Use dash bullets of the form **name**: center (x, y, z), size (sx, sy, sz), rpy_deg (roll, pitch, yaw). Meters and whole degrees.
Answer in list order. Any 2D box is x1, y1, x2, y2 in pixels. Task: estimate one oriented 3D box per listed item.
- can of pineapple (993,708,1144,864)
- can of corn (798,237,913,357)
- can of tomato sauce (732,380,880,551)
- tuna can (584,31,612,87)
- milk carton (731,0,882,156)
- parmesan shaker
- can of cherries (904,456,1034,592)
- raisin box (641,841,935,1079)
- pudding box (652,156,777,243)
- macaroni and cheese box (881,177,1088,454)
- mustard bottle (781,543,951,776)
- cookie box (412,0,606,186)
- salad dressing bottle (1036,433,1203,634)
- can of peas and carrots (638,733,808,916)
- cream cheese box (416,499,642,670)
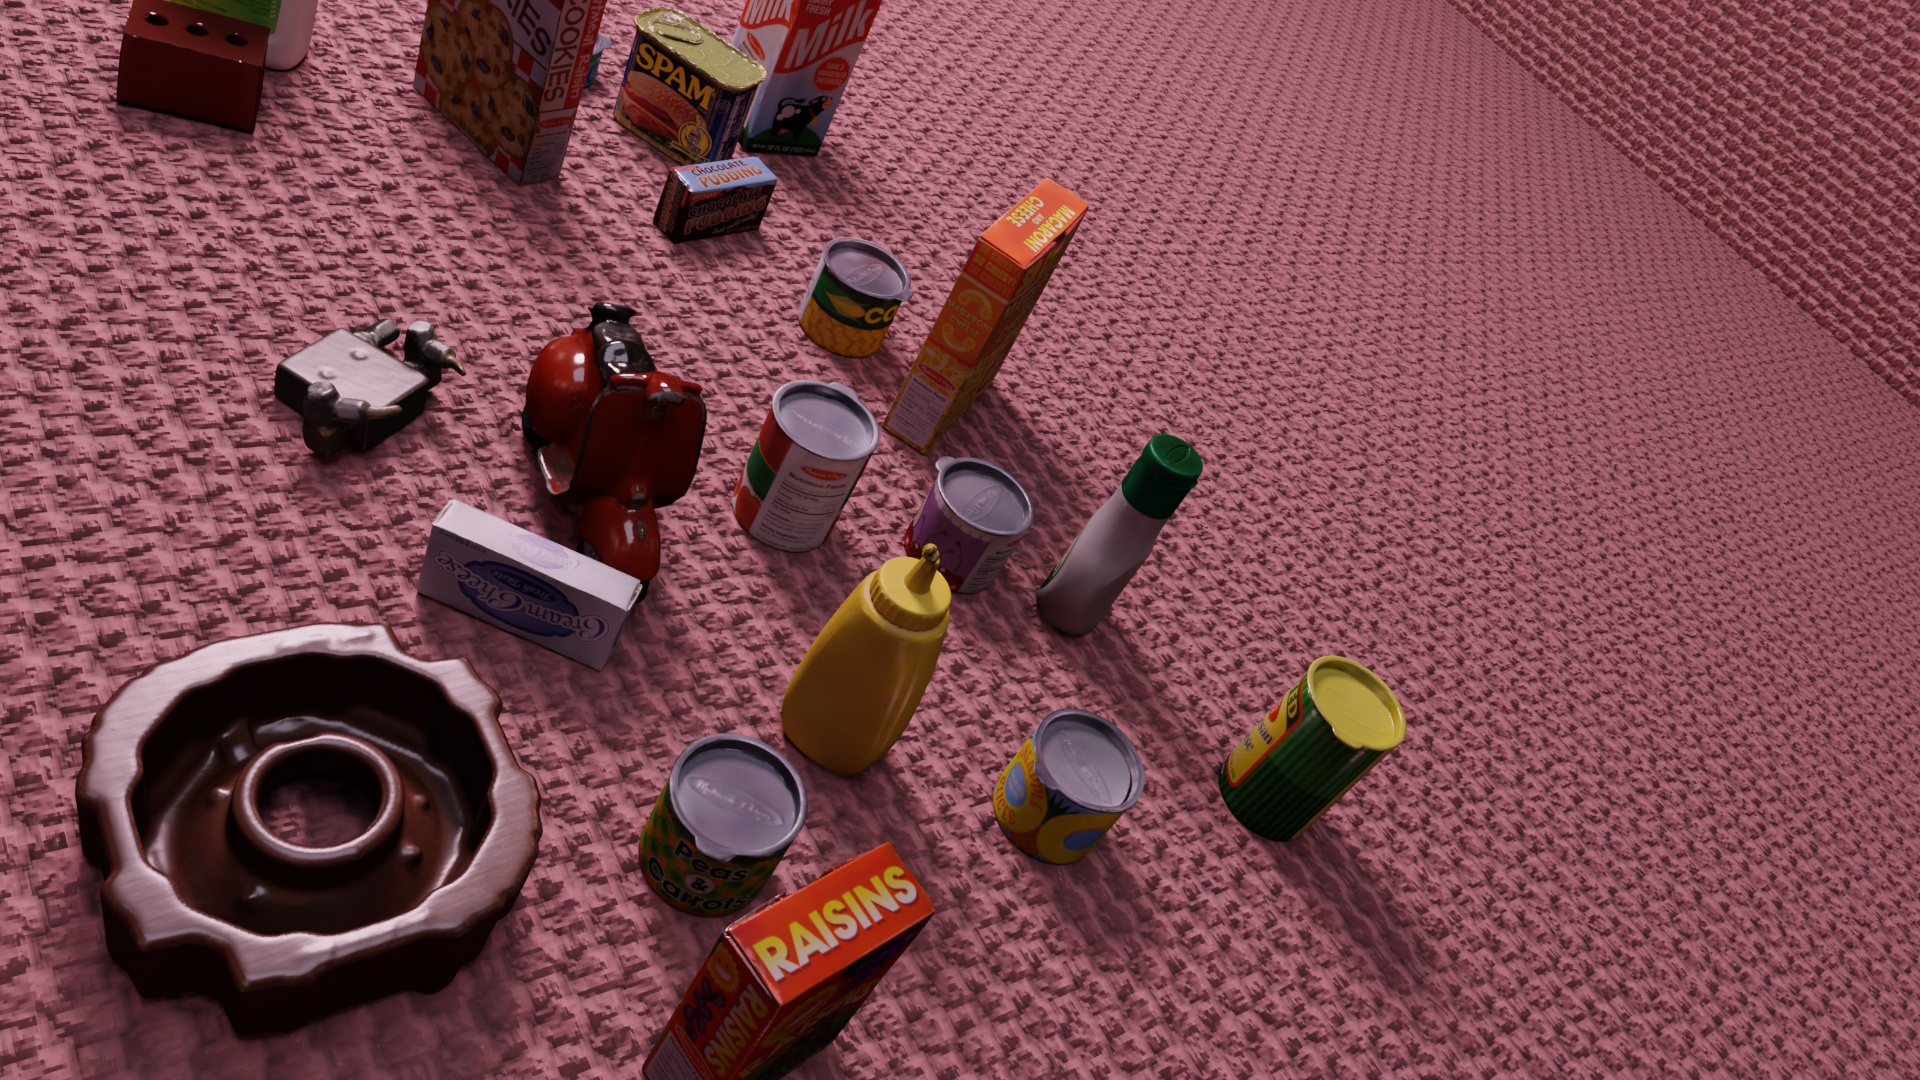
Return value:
- **can of pineapple**: center (0.057, 0.135, 0.761), size (0.071, 0.057, 0.071), rpy_deg (18, 41, -16)
- **can of corn**: center (-0.075, -0.172, 0.996), size (0.071, 0.058, 0.071), rpy_deg (18, 41, -16)
- **can of tomato sauce**: center (-0.094, -0.045, 0.833), size (0.071, 0.082, 0.071), rpy_deg (18, 41, -16)
- **tuna can**: center (-0.312, -0.384, 1.086), size (0.071, 0.032, 0.071), rpy_deg (18, 41, -16)
- **milk carton**: center (-0.125, -0.407, 1.103), size (0.072, 0.189, 0.073), rpy_deg (-8, 53, -38)
- **parmesan shaker**: center (0.207, 0.127, 0.829), size (0.071, 0.102, 0.072), rpy_deg (18, 41, -16)
- **can of cherries**: center (0.003, -0.011, 0.878), size (0.071, 0.058, 0.072), rpy_deg (18, 41, -16)
- **raisin box**: center (-0.073, 0.186, 0.576), size (0.086, 0.122, 0.040), rpy_deg (-19, 61, -43)
- **pudding box**: center (-0.179, -0.251, 1.018), size (0.084, 0.049, 0.030), rpy_deg (-24, 64, -45)
- **macaroni and cheese box**: center (0.018, -0.153, 0.950), size (0.040, 0.165, 0.124), rpy_deg (34, 40, 3)
- **mustard bottle**: center (-0.040, 0.055, 0.704), size (0.065, 0.159, 0.049), rpy_deg (35, 40, 4)
- **cookie box**: center (-0.307, -0.349, 0.946), size (0.123, 0.166, 0.040), rpy_deg (43, 41, 14)
- **salad dressing bottle**: center (0.098, -0.003, 0.860), size (0.044, 0.146, 0.064), rpy_deg (42, 41, 13)
- **can of peas and carrots**: center (-0.113, 0.136, 0.653), size (0.071, 0.058, 0.071), rpy_deg (18, 41, -16)
- **cream cheese box**: center (-0.219, 0.023, 0.706), size (0.104, 0.053, 0.024), rpy_deg (25, 40, -8)
